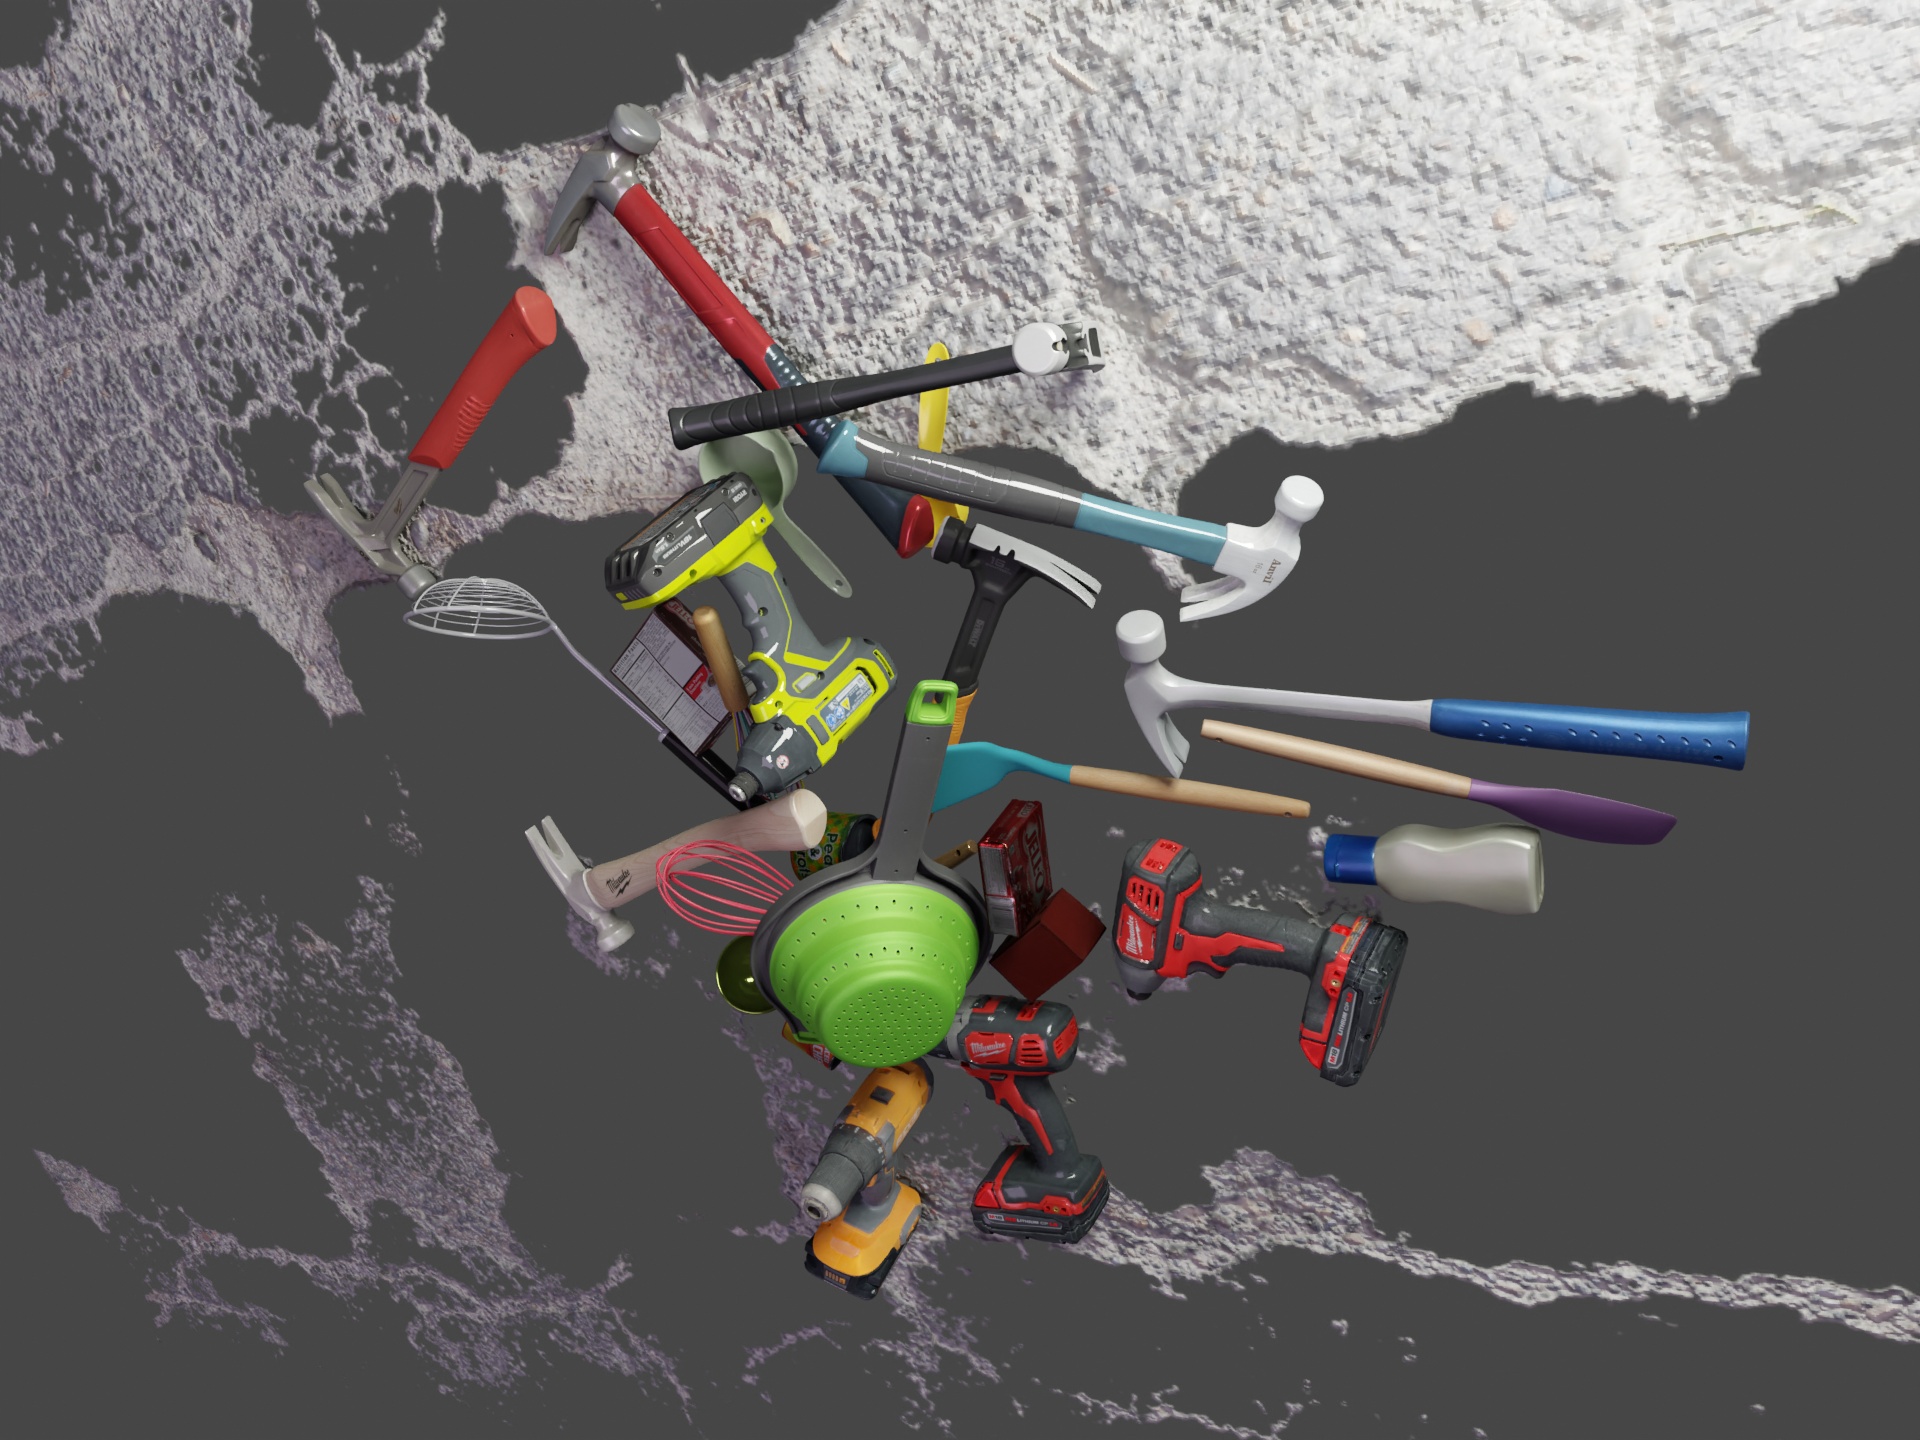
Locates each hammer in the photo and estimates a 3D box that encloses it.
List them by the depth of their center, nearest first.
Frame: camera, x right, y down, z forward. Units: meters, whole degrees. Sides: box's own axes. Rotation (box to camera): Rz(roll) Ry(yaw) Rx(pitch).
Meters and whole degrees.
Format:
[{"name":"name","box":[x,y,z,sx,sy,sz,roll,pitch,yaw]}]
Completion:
[{"name":"hammer","box":[0.067,-0.147,1.081,0.331,0.033,0.128,14,139,-3]},{"name":"hammer","box":[0.310,-0.001,1.084,0.405,0.035,0.143,6,138,23]},{"name":"hammer","box":[-0.059,-0.228,1.093,0.335,0.146,0.035,-6,101,26]},{"name":"hammer","box":[-0.163,-0.268,1.196,0.386,0.038,0.143,50,130,3]},{"name":"hammer","box":[-0.002,-0.004,1.266,0.127,0.034,0.336,22,129,1]},{"name":"hammer","box":[-0.456,-0.256,1.390,0.149,0.037,0.359,48,129,-2]},{"name":"hammer","box":[-0.259,0.114,1.439,0.410,0.038,0.146,-22,104,47]}]

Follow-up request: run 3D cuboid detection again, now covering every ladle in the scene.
[{"name":"ladle","box":[-0.105,0.180,1.422,0.320,0.062,0.078,-34,72,35]}]

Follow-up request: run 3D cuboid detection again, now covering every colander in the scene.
[{"name":"colander","box":[-0.049,0.150,1.250,0.204,0.095,0.396,3,126,-16]}]

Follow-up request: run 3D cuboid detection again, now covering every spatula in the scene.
[{"name":"spatula","box":[0.319,0.042,1.083,0.316,0.018,0.059,13,151,7]},{"name":"spatula","box":[0.108,0.055,1.229,0.317,0.044,0.082,7,142,20]}]

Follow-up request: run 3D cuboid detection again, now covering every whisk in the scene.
[{"name":"whisk","box":[-0.178,-0.001,1.337,0.047,0.051,0.244,-8,132,7]},{"name":"whisk","box":[-0.123,0.169,1.348,0.295,0.073,0.073,23,134,-26]}]

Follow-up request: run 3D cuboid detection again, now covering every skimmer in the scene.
[{"name":"skimmer","box":[-0.329,-0.006,1.423,0.363,0.090,0.127,40,168,0]}]

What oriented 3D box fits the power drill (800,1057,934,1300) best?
[{"name":"power drill","box":[-0.094,0.441,1.482,0.084,0.185,0.226,20,127,17]}]

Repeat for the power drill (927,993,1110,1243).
[{"name":"power drill","box":[0.031,0.347,1.427,0.188,0.080,0.226,-3,112,31]}]

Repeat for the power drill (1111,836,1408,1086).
[{"name":"power drill","box":[0.220,0.188,1.232,0.220,0.078,0.143,20,124,22]}]

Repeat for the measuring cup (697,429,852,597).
[{"name":"measuring cup","box":[-0.136,-0.168,1.262,0.083,0.038,0.167,-26,113,39]}]

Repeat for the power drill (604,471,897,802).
[{"name":"power drill","box":[-0.163,-0.062,1.224,0.080,0.171,0.223,-7,123,51]}]

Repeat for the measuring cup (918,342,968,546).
[{"name":"measuring cup","box":[-0.017,-0.205,1.177,0.062,0.029,0.156,18,121,20]}]
